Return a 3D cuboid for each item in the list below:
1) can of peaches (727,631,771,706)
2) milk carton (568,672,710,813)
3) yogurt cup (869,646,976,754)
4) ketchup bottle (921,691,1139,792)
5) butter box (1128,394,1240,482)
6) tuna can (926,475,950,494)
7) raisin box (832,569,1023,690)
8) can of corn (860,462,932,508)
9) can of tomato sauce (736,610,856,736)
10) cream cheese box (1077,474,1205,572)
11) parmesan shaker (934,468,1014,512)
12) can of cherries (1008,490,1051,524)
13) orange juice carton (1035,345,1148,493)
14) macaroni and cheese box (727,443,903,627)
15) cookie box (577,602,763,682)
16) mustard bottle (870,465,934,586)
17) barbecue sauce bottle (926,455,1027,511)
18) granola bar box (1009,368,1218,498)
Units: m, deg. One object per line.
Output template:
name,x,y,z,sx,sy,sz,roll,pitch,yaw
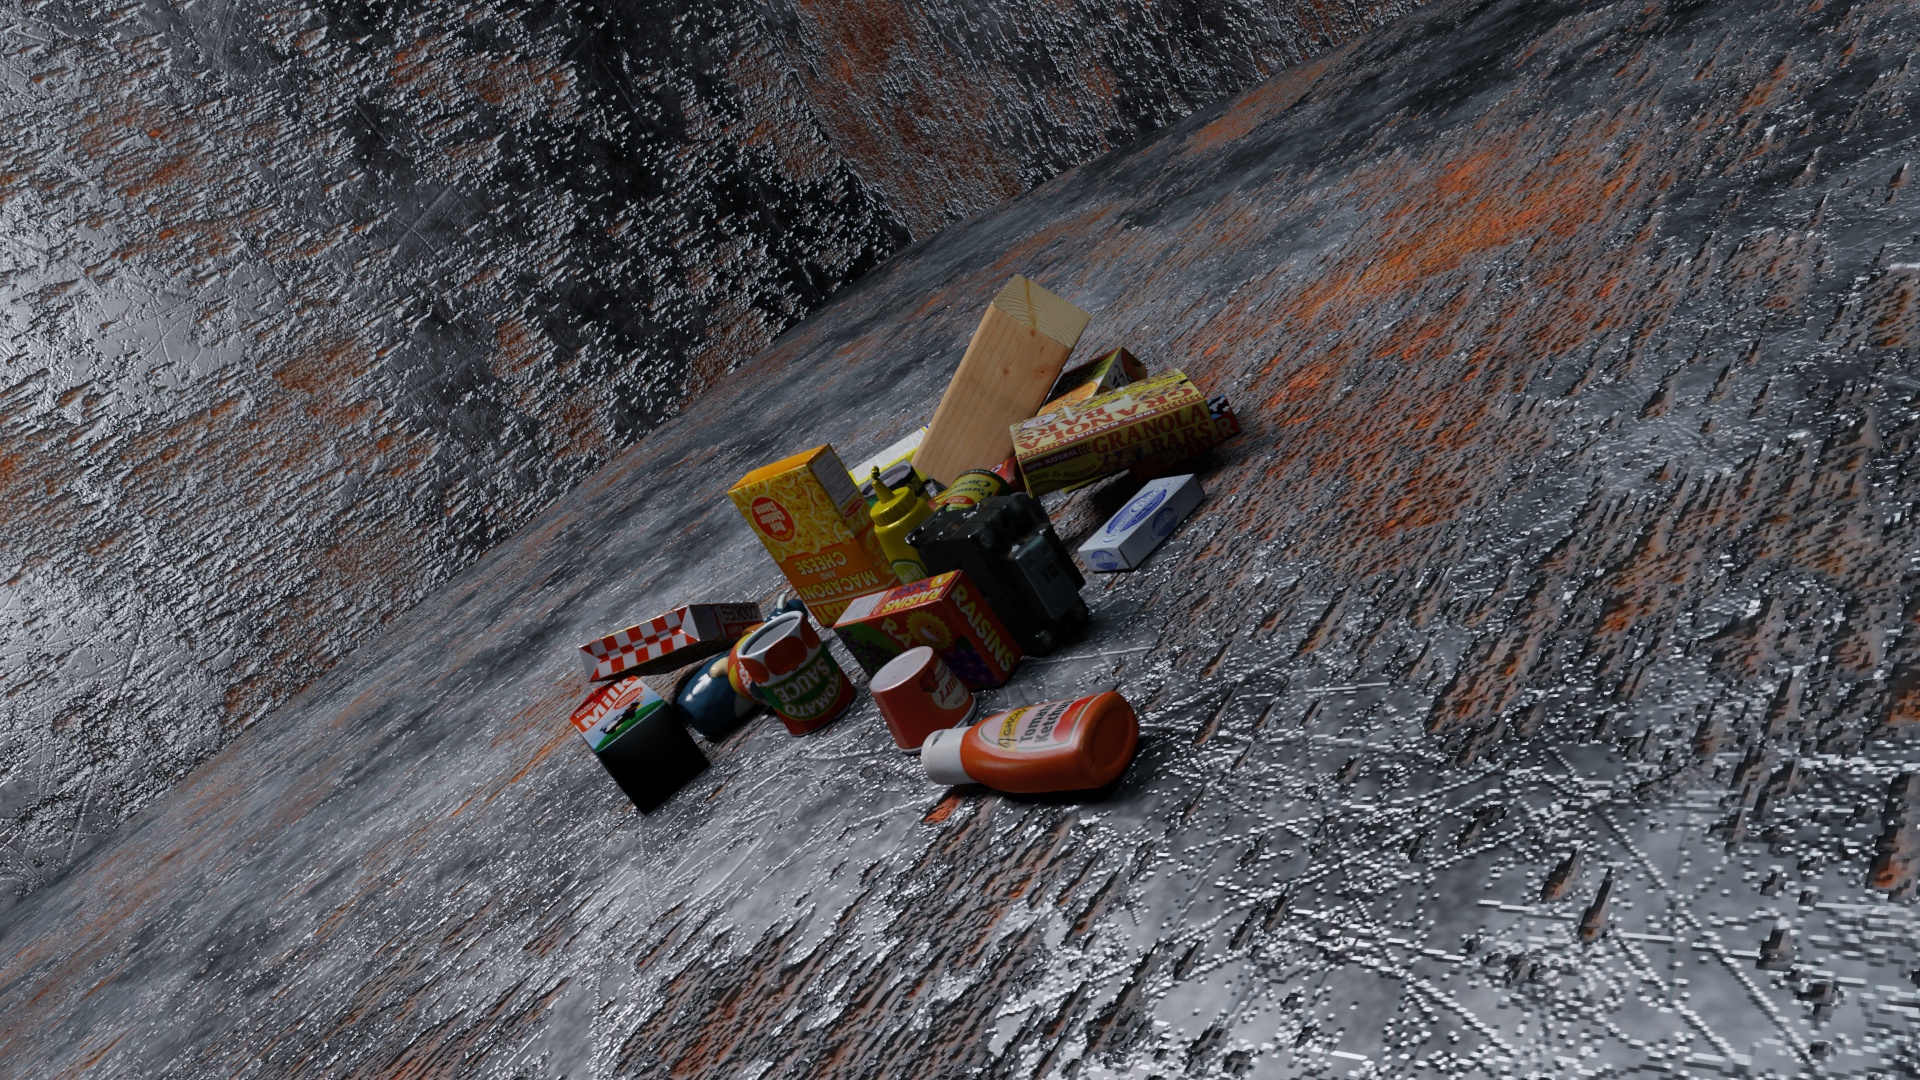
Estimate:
can of peaches,-0.167,0.114,1.225,0.071,0.071,0.058,-40,18,-26
milk carton,-0.300,0.178,1.267,0.074,0.072,0.190,-37,18,-18
yogurt cup,-0.030,0.114,1.015,0.072,0.054,0.072,-29,16,10
ketchup bottle,0.038,0.131,0.870,0.148,0.043,0.065,-16,24,43
butter box,0.198,-0.091,1.244,0.103,0.024,0.053,-28,17,12
tuna can,-0.003,-0.074,1.523,0.071,0.032,0.071,-29,17,10
raisin box,-0.026,0.076,1.058,0.123,0.086,0.040,-17,25,43
can of corn,-0.065,-0.042,1.498,0.071,0.058,0.071,-29,17,10
can of tomato sauce,-0.136,0.110,1.156,0.071,0.083,0.071,-29,17,10
cream cheese box,0.146,-0.014,1.118,0.104,0.024,0.053,-42,18,-30
parmesan shaker,0.005,-0.016,1.291,0.071,0.071,0.103,-22,19,28
can of cherries,0.038,-0.005,1.205,0.058,0.071,0.072,-18,22,42
orange juice carton,0.136,-0.130,1.374,0.071,0.073,0.194,-23,18,29
macaroni and cheese box,-0.128,0.000,1.306,0.123,0.166,0.040,-15,24,44
cookie box,-0.281,0.099,1.377,0.123,0.040,0.167,-21,-7,13
mustard bottle,-0.033,0.007,1.135,0.049,0.160,0.065,-45,20,-32
barbecue sauce bottle,0.002,-0.033,1.384,0.148,0.043,0.065,-25,21,23
granola bar box,0.128,-0.096,1.212,0.165,0.039,0.124,-19,18,4
